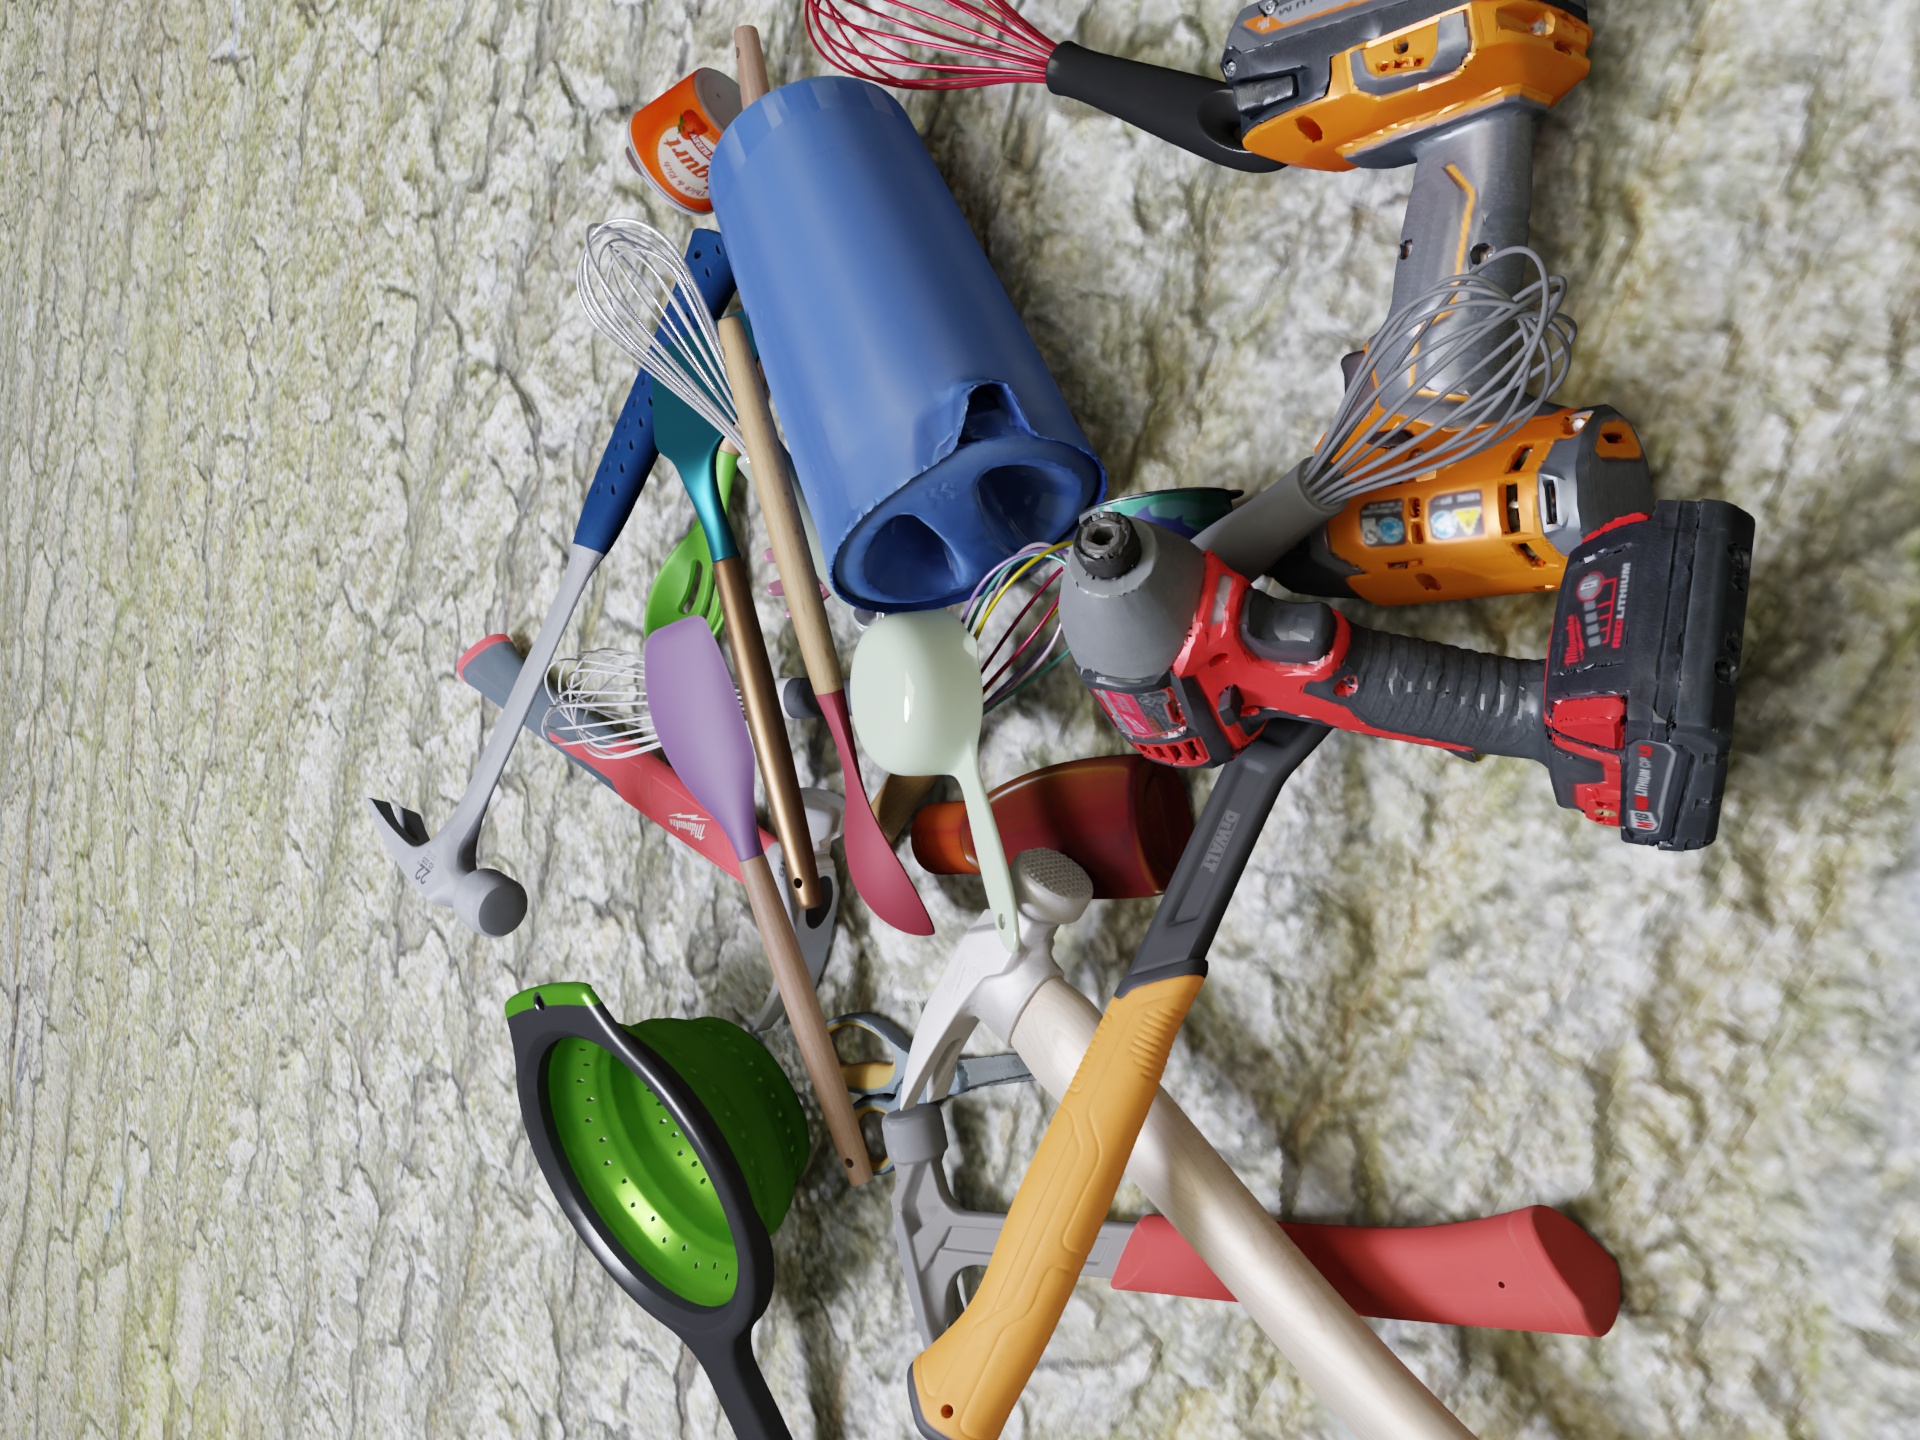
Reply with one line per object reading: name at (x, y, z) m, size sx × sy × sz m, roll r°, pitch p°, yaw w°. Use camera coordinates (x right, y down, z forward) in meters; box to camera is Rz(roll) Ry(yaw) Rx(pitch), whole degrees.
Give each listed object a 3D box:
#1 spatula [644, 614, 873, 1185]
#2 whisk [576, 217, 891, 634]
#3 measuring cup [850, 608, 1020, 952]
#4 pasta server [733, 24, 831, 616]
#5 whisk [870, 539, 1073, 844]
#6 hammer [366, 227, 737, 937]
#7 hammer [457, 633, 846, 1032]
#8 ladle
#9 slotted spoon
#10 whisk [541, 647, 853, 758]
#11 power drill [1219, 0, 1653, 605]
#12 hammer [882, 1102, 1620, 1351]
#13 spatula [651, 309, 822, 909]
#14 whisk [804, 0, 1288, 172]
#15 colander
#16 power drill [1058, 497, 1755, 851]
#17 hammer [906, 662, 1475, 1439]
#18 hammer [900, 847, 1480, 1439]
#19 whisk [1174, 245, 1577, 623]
spatula at (-0.105, 0.098, 0.852) m, size 0.060 × 0.018 × 0.316 m, roll -20°, pitch 90°, yaw 29°
whisk at (-0.106, -0.141, 0.790) m, size 0.058 × 0.059 × 0.246 m, roll -29°, pitch 108°, yaw 22°
measuring cup at (-0.012, 0.026, 0.702) m, size 0.083 × 0.038 × 0.168 m, roll -55°, pitch 44°, yaw 51°
pasta server at (-0.097, -0.215, 0.855) m, size 0.060 × 0.040 × 0.316 m, roll -7°, pitch 93°, yaw 58°
whisk at (0.001, -0.003, 0.774) m, size 0.051 × 0.047 × 0.245 m, roll 35°, pitch 134°, yaw 1°
hammer at (-0.219, -0.088, 0.901) m, size 0.144 × 0.035 × 0.405 m, roll 21°, pitch 86°, yaw 42°
hammer at (-0.211, 0.045, 0.999) m, size 0.387 × 0.038 × 0.143 m, roll 28°, pitch 113°, yaw 40°
ladle at (-0.069, -0.039, 0.773) m, size 0.069 × 0.031 × 0.315 m, roll -167°, pitch 61°, yaw -72°
slotted spoon at (-0.124, -0.178, 0.909) m, size 0.070 × 0.031 × 0.313 m, roll 32°, pitch 112°, yaw 38°
whisk at (-0.123, -0.010, 0.876) m, size 0.285 × 0.070 × 0.070 m, roll -1°, pitch 92°, yaw 32°
power drill at (0.160, -0.156, 0.595) m, size 0.164 × 0.084 × 0.226 m, roll -4°, pitch 94°, yaw 45°
hammer at (0.106, 0.244, 0.696) m, size 0.359 × 0.036 × 0.149 m, roll -12°, pitch 91°, yaw 43°
spatula at (-0.108, -0.059, 0.831) m, size 0.082 × 0.044 × 0.317 m, roll -15°, pitch 87°, yaw 28°
whisk at (0.032, -0.303, 0.728) m, size 0.296 × 0.073 × 0.073 m, roll 33°, pitch 115°, yaw 31°
colander at (-0.120, 0.310, 0.904) m, size 0.204 × 0.094 × 0.397 m, roll -18°, pitch 98°, yaw 48°
power drill at (0.142, -0.023, 0.539) m, size 0.220 × 0.143 × 0.079 m, roll 7°, pitch 68°, yaw 25°
hammer at (0.075, 0.127, 0.617) m, size 0.127 × 0.034 × 0.337 m, roll 23°, pitch 82°, yaw 30°
hammer at (0.125, 0.233, 0.621) m, size 0.411 × 0.038 × 0.146 m, roll 44°, pitch 120°, yaw 33°
whisk at (0.125, -0.085, 0.557) m, size 0.239 × 0.055 × 0.055 m, roll -40°, pitch 64°, yaw 59°
